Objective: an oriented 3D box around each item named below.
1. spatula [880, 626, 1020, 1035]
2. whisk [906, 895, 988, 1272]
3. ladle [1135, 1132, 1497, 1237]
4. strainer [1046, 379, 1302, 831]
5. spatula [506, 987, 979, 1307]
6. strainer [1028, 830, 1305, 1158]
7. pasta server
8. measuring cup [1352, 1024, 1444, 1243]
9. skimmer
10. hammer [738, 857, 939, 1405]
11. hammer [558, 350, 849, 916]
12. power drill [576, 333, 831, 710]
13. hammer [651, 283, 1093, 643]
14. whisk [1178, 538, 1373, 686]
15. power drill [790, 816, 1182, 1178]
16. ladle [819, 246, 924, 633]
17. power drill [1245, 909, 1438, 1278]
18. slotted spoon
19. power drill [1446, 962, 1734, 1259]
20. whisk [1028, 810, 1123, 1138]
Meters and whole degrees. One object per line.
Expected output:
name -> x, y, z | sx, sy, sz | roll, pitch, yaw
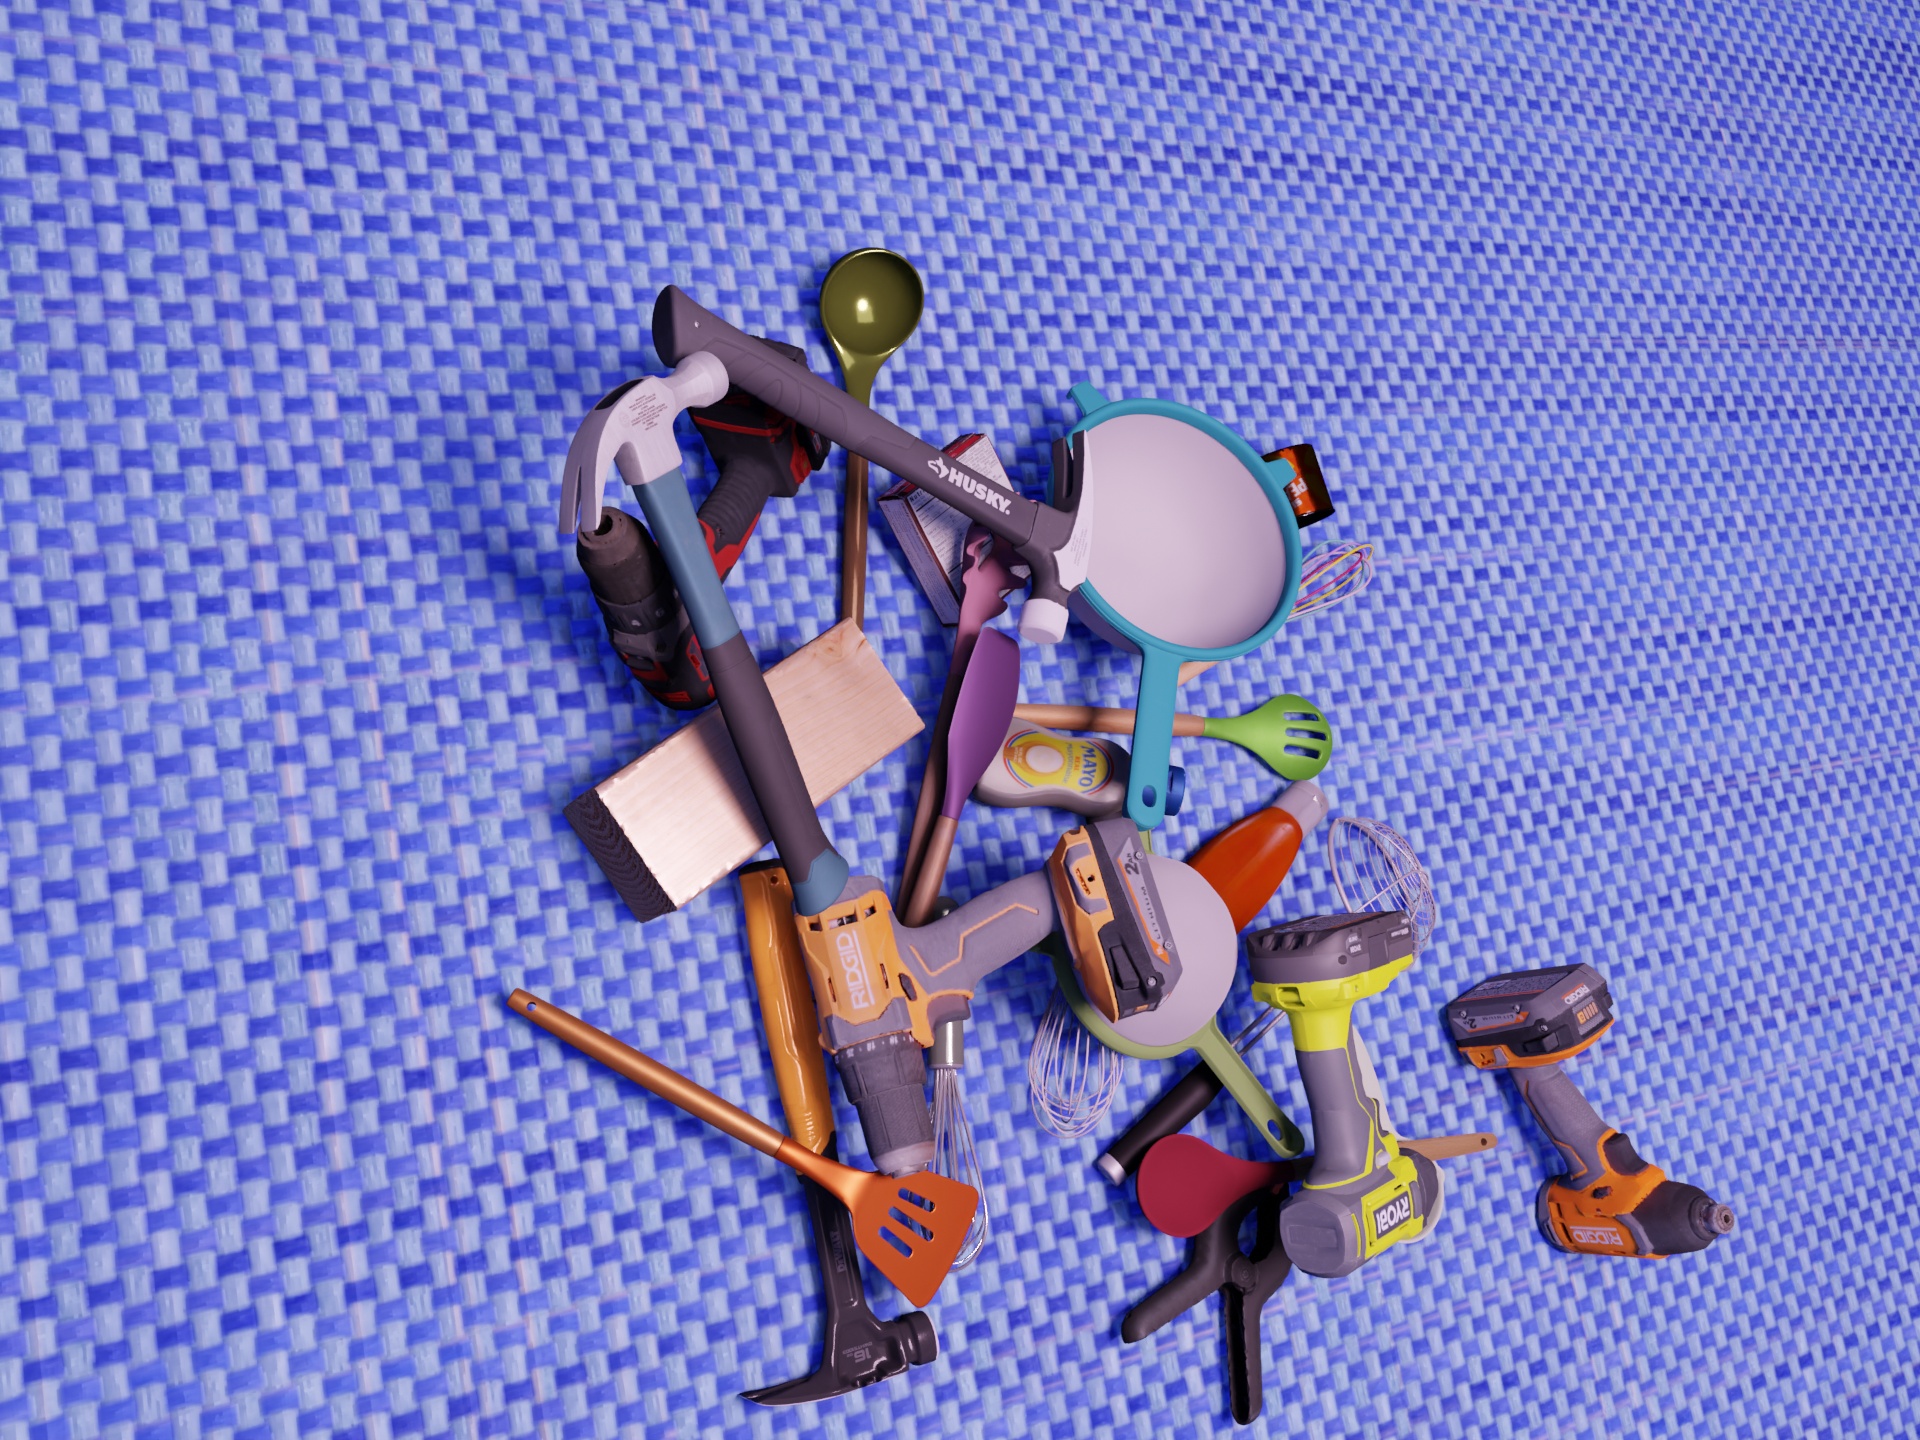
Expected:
spatula -> -0.014, 0.091, 1.074 | 0.059, 0.018, 0.316 | 26, 79, -47
whisk -> -0.010, 0.240, 1.065 | 0.057, 0.059, 0.246 | 28, 57, -58
ladle -> 0.260, 0.321, 1.149 | 0.315, 0.031, 0.069 | -1, 78, -23
strainer -> 0.134, -0.070, 1.166 | 0.211, 0.095, 0.341 | 17, 65, -17
spatula -> -0.134, 0.250, 0.976 | 0.322, 0.041, 0.081 | 31, 69, -5
strainer -> 0.170, 0.193, 1.087 | 0.256, 0.069, 0.151 | 53, 50, -3
pasta server -> -0.002, -0.004, 1.096 | 0.060, 0.040, 0.316 | 19, 81, -47
measuring cup -> 0.310, 0.311, 1.208 | 0.083, 0.038, 0.168 | -12, 78, -26
skimmer -> 0.227, 0.211, 1.194 | 0.363, 0.090, 0.127 | -39, 101, -18
hammer -> -0.104, 0.256, 1.018 | 0.127, 0.034, 0.337 | -7, 81, -28
hammer -> -0.133, -0.036, 0.922 | 0.128, 0.033, 0.330 | -39, 118, -41
power drill -> -0.166, -0.138, 1.003 | 0.080, 0.187, 0.227 | 13, 66, 14
hammer -> -0.046, -0.179, 1.006 | 0.334, 0.035, 0.146 | 26, 69, -31
whisk -> 0.243, -0.085, 1.264 | 0.245, 0.047, 0.051 | -30, 93, -25
power drill -> 0.021, 0.169, 0.993 | 0.226, 0.084, 0.185 | -15, 70, -3
ladle -> -0.069, -0.181, 1.128 | 0.078, 0.062, 0.320 | 7, 78, -25
power drill -> 0.272, 0.249, 1.099 | 0.171, 0.080, 0.223 | -4, 86, -49
slotted spoon -> 0.161, 0.005, 1.212 | 0.313, 0.031, 0.070 | 4, 79, -24
power drill -> 0.487, 0.306, 1.223 | 0.084, 0.164, 0.226 | -24, 87, -28
whisk -> 0.093, 0.152, 1.127 | 0.070, 0.070, 0.285 | 19, 66, -21
